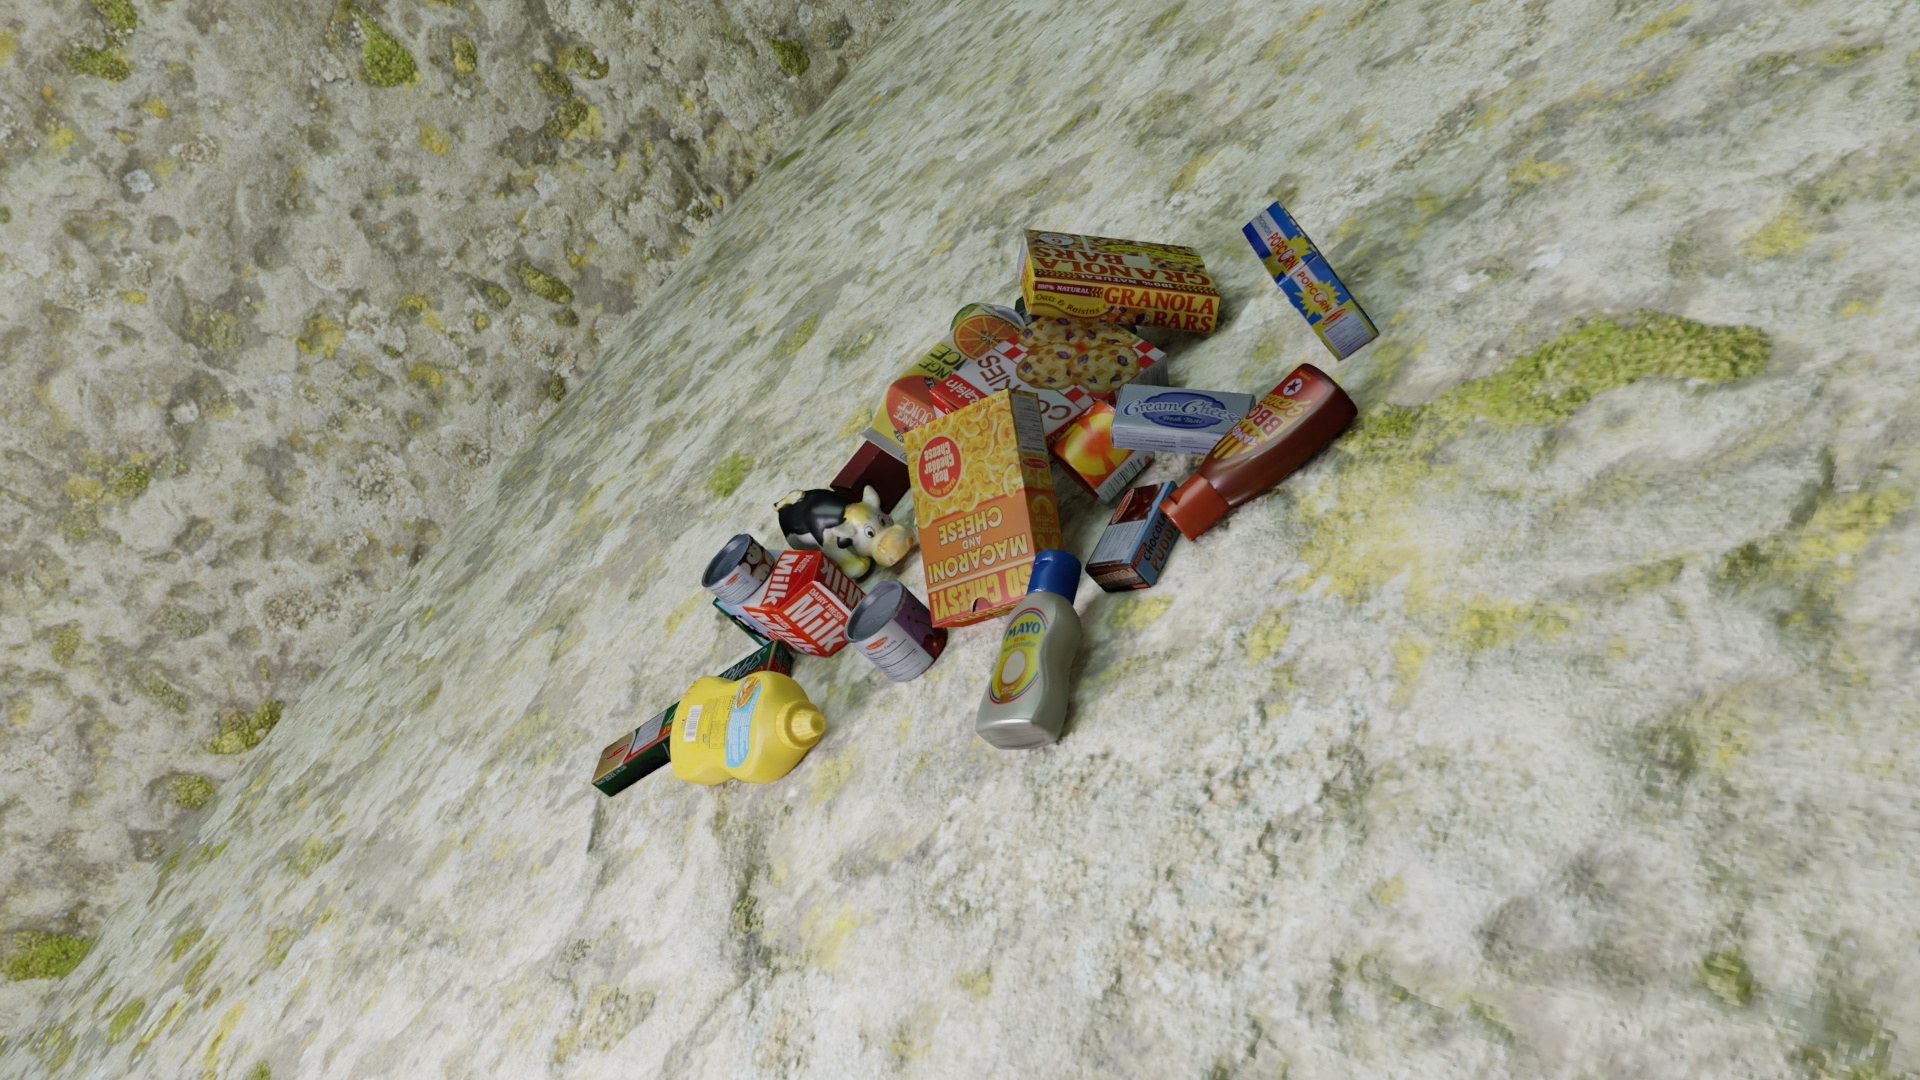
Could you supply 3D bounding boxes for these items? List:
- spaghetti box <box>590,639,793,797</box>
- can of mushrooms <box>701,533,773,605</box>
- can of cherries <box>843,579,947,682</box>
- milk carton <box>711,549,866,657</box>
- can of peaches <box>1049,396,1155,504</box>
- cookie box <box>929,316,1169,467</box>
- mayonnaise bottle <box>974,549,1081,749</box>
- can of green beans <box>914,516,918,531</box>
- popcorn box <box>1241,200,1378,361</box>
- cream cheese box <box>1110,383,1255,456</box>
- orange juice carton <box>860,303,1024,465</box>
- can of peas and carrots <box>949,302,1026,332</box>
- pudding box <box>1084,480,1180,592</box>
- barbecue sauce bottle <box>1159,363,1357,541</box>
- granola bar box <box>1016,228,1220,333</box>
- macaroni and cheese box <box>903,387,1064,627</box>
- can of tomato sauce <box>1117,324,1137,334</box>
[{"bbox_3d":[-0.262,0.175,1.351,0.249,0.028,0.050,-32,28,24],"label":"spaghetti box"},{"bbox_3d":[-0.213,0.027,1.328,0.071,0.033,0.071,-36,26,21],"label":"can of mushrooms"},{"bbox_3d":[-0.053,0.074,1.161,0.071,0.058,0.072,-35,27,21],"label":"can of cherries"},{"bbox_3d":[-0.154,0.058,1.319,0.074,0.072,0.190,-55,26,-20],"label":"milk carton"},{"bbox_3d":[0.113,-0.073,1.125,0.058,0.071,0.071,-46,25,-1],"label":"can of peaches"},{"bbox_3d":[0.076,-0.132,1.196,0.168,0.040,0.123,-35,50,-19],"label":"cookie box"},{"bbox_3d":[0.055,0.076,0.995,0.064,0.041,0.149,-16,46,40],"label":"mayonnaise bottle"},{"bbox_3d":[0.003,-0.015,1.213,0.071,0.057,0.071,-34,27,21],"label":"can of green beans"},{"bbox_3d":[0.268,-0.202,1.073,0.038,0.085,0.127,-37,27,18],"label":"popcorn box"},{"bbox_3d":[0.170,-0.091,1.060,0.104,0.024,0.054,7,46,15],"label":"cream cheese box"},{"bbox_3d":[-0.010,-0.137,1.325,0.194,0.072,0.072,-46,-20,-34],"label":"orange juice carton"},{"bbox_3d":[0.029,-0.215,1.472,0.071,0.071,0.059,-48,26,-8],"label":"can of peas and carrots"},{"bbox_3d":[0.133,-0.003,1.034,0.049,0.030,0.084,-12,40,51],"label":"pudding box"},{"bbox_3d":[0.210,-0.061,0.993,0.148,0.043,0.065,-42,27,6],"label":"barbecue sauce bottle"},{"bbox_3d":[0.139,-0.234,1.242,0.125,0.166,0.038,-94,11,-58],"label":"granola bar box"},{"bbox_3d":[0.018,-0.023,1.114,0.123,0.040,0.166,-20,73,42],"label":"macaroni and cheese box"},{"bbox_3d":[0.113,-0.194,1.308,0.083,0.071,0.071,-42,25,4],"label":"can of tomato sauce"}]
